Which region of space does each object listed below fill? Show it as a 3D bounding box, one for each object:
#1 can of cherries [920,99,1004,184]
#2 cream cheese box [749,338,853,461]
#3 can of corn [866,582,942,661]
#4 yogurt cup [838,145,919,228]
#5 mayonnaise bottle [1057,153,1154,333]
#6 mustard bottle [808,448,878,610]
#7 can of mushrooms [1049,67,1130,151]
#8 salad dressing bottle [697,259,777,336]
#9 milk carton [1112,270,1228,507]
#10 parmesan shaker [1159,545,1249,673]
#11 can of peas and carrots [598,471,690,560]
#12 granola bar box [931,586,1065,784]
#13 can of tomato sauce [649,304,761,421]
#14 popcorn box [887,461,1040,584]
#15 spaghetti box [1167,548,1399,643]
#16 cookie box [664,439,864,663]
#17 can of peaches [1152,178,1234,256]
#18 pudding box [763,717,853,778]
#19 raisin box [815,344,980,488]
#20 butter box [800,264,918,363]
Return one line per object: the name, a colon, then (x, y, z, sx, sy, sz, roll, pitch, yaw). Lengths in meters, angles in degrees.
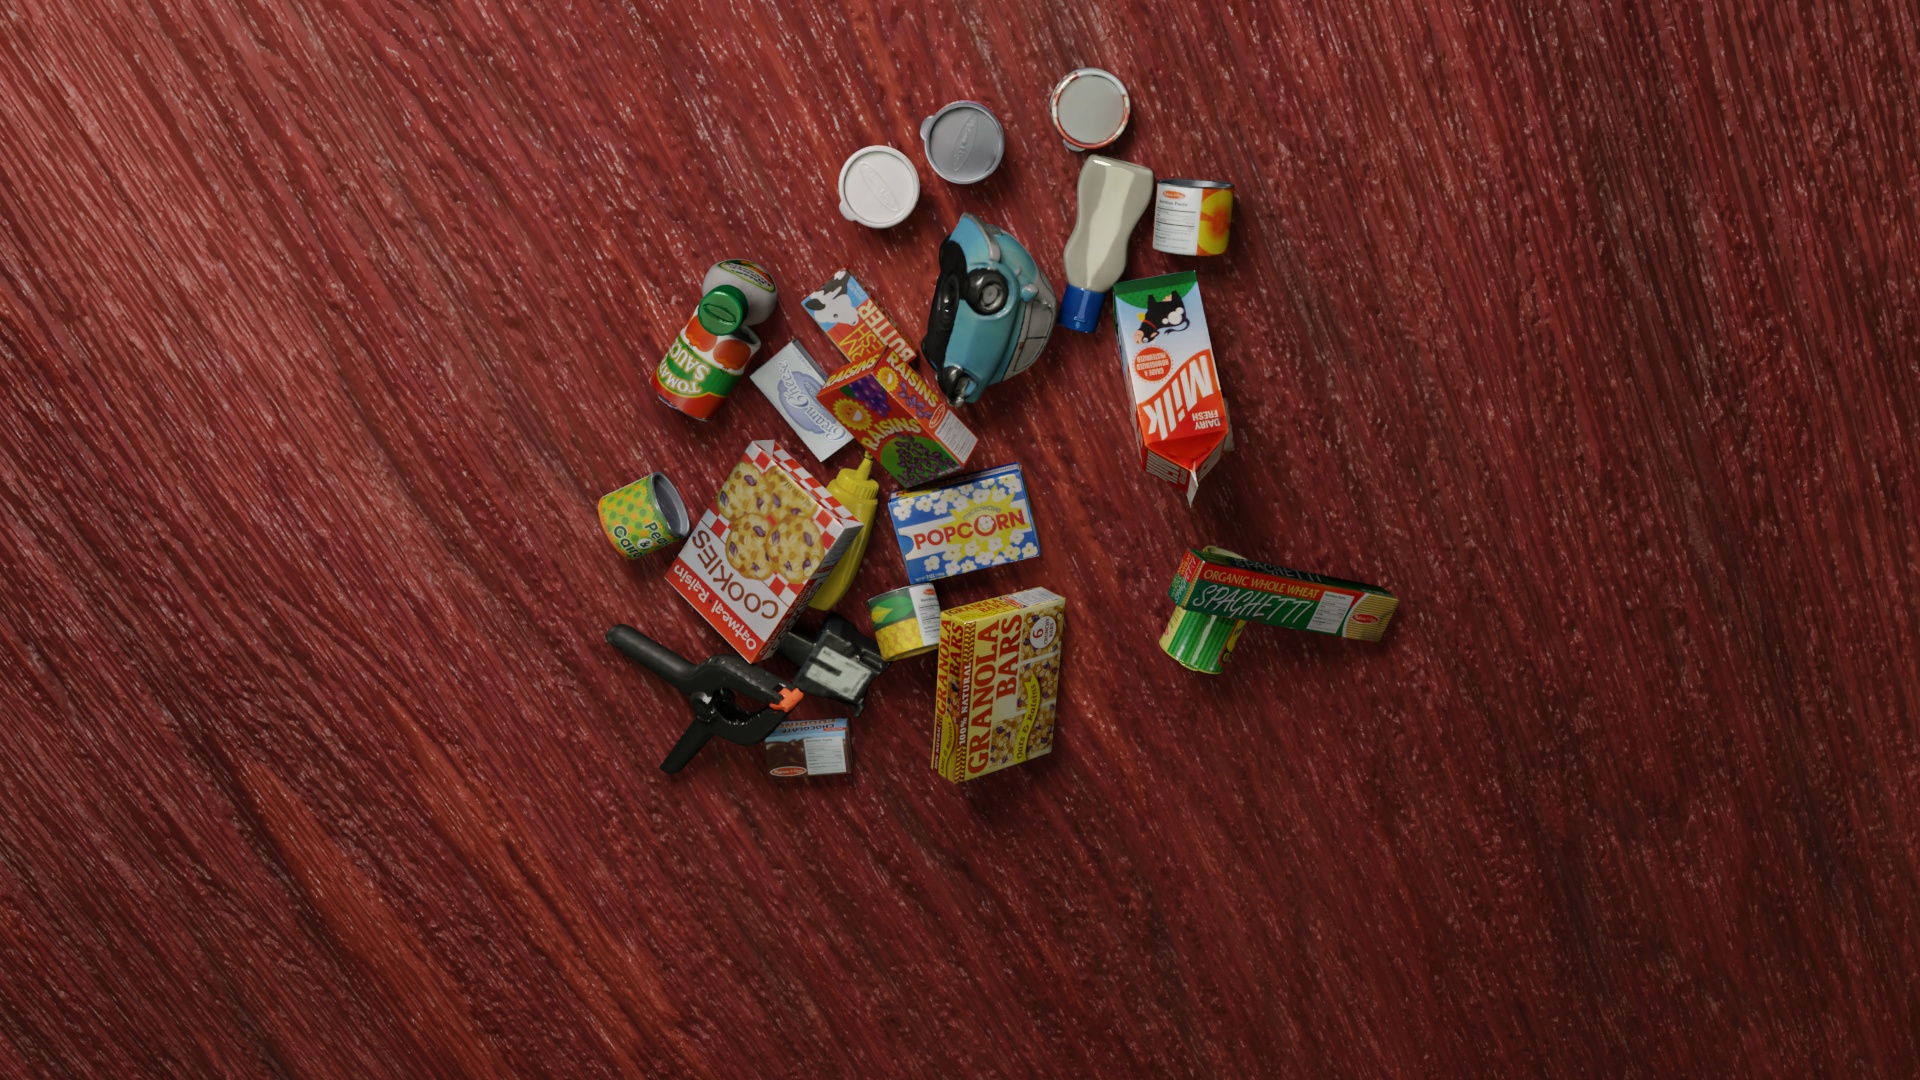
can of cherries: (0.001, -0.339, 1.172, 0.071, 0.058, 0.071, 0, 110, 1)
cream cheese box: (-0.138, -0.127, 1.264, 0.053, 0.024, 0.103, -36, 105, 13)
can of corn: (-0.051, 0.078, 1.304, 0.071, 0.071, 0.058, -17, 80, 6)
yogurt cup: (-0.068, -0.304, 1.186, 0.072, 0.054, 0.072, 0, 109, 0)
mayonnaise bottle: (0.120, -0.257, 1.210, 0.065, 0.041, 0.147, 14, 110, -2)
mustard bottle: (-0.111, -0.015, 1.289, 0.065, 0.049, 0.159, 27, 107, 1)
can of mushrooms: (0.109, -0.363, 1.176, 0.071, 0.033, 0.070, 0, 109, -1)
salad dressing bottle: (-0.191, -0.204, 1.172, 0.064, 0.148, 0.044, 26, 108, -9)
milk carton: (0.182, -0.126, 1.189, 0.073, 0.072, 0.191, -9, 75, 3)
parmesan shaker: (0.238, 0.066, 1.305, 0.071, 0.071, 0.102, 21, 108, -7)
can of peas and carrots: (-0.290, -0.020, 1.277, 0.058, 0.071, 0.070, -24, 108, 9)
granola bar box: (0.035, 0.135, 1.313, 0.124, 0.039, 0.165, -12, 114, -37)
can of tomato sauce: (-0.227, -0.158, 1.229, 0.071, 0.071, 0.083, 34, 106, -11)
popcorn box: (0.005, -0.016, 1.295, 0.127, 0.038, 0.085, -13, 110, 4)
spaghetti box: (0.298, 0.052, 1.270, 0.250, 0.029, 0.050, 11, 111, -30)
cookie box: (-0.182, 0.011, 1.271, 0.123, 0.040, 0.167, 43, 112, 16)
can of peaches: (0.201, -0.277, 1.190, 0.071, 0.071, 0.057, 2, 109, -1)
pudding box: (-0.150, 0.205, 1.377, 0.084, 0.030, 0.049, -4, 110, 2)
raisin box: (-0.055, -0.108, 1.231, 0.123, 0.040, 0.086, 45, 145, -24)
butter box: (-0.089, -0.191, 1.242, 0.053, 0.024, 0.103, -38, 105, 13)
